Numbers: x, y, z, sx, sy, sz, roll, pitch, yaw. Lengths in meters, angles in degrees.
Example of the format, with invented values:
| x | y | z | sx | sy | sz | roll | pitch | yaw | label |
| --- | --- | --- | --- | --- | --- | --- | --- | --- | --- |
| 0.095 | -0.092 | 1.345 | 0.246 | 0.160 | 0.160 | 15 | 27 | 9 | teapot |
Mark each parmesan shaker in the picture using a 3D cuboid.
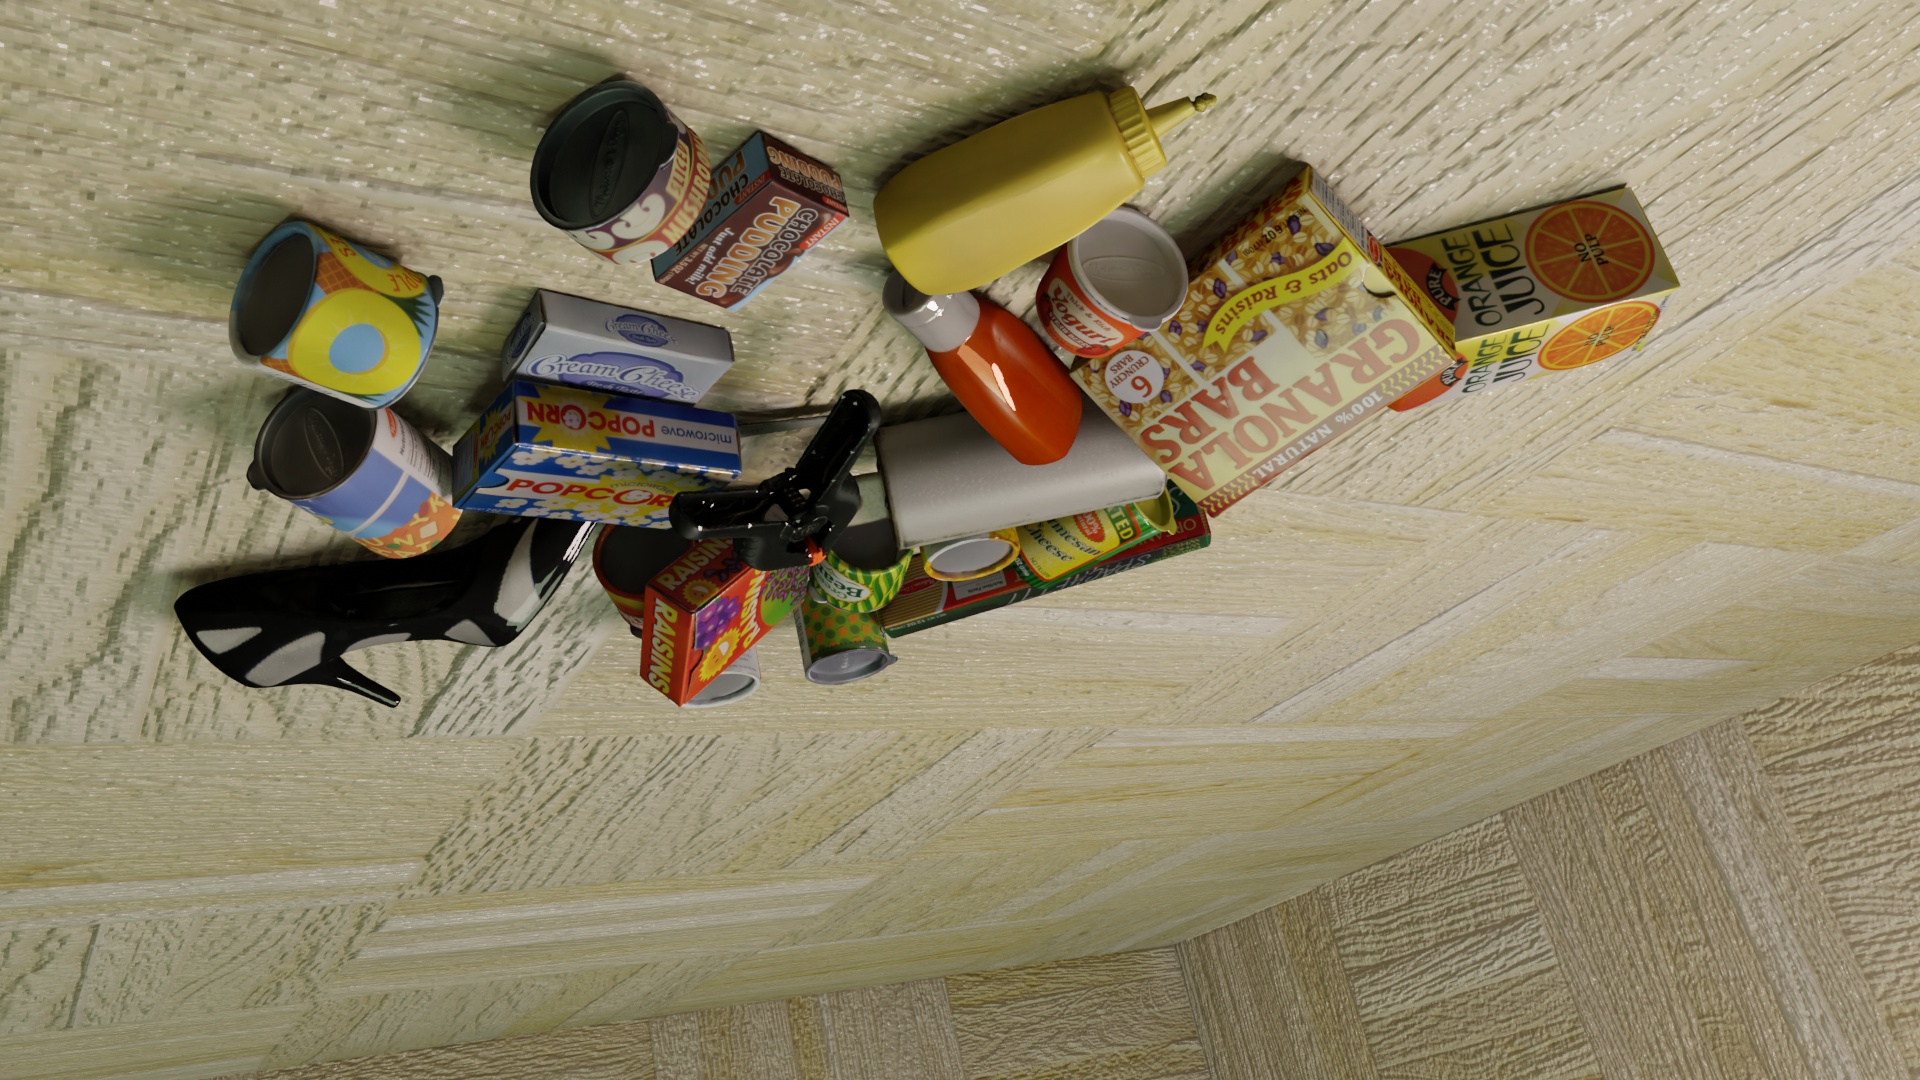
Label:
| x | y | z | sx | sy | sz | roll | pitch | yaw | label |
| --- | --- | --- | --- | --- | --- | --- | --- | --- | --- |
| 0.086 | -0.013 | 0.951 | 0.103 | 0.071 | 0.071 | -29 | 151 | 29 | parmesan shaker |

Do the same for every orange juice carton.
| x | y | z | sx | sy | sz | roll | pitch | yaw | label |
| --- | --- | --- | --- | --- | --- | --- | --- | --- | --- |
| 0.299 | -0.133 | 0.805 | 0.193 | 0.073 | 0.071 | -14 | 155 | 1 | orange juice carton |

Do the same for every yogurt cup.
| x | y | z | sx | sy | sz | roll | pitch | yaw | label |
| --- | --- | --- | --- | --- | --- | --- | --- | --- | --- |
| 0.074 | -0.129 | 0.710 | 0.072 | 0.072 | 0.053 | -1 | 160 | -26 | yogurt cup |

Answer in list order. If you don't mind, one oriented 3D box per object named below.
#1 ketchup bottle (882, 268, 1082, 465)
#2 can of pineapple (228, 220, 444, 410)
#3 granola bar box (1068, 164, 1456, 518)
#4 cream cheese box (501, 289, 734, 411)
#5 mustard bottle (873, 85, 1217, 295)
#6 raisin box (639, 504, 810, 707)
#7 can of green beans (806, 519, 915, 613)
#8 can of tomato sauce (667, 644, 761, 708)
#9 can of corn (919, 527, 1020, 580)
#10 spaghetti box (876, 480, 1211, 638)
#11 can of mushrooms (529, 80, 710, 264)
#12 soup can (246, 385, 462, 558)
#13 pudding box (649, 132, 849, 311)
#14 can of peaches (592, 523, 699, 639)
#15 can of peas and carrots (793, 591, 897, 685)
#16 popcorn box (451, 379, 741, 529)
| x | y | z | sx | sy | sz | roll | pitch | yaw | label |
| --- | --- | --- | --- | --- | --- | --- | --- | --- | --- |
| 0.014 | -0.099 | 0.749 | 0.043 | 0.065 | 0.148 | -8 | 152 | 31 | ketchup bottle |
| -0.268 | -0.098 | 0.597 | 0.071 | 0.071 | 0.058 | -27 | 152 | 26 | can of pineapple |
| 0.161 | -0.101 | 0.753 | 0.124 | 0.039 | 0.165 | 43 | 124 | -17 | granola bar box |
| -0.173 | -0.093 | 0.703 | 0.104 | 0.024 | 0.053 | 7 | 148 | -38 | cream cheese box |
| 0.041 | -0.166 | 0.631 | 0.160 | 0.049 | 0.065 | -22 | 154 | 16 | mustard bottle |
| -0.143 | 0.033 | 0.863 | 0.124 | 0.040 | 0.085 | -43 | 158 | -44 | raisin box |
| -0.065 | 0.007 | 0.920 | 0.071 | 0.071 | 0.057 | -6 | 154 | -16 | can of green beans |
| -0.178 | 0.068 | 0.971 | 0.071 | 0.083 | 0.071 | -11 | 155 | -5 | can of tomato sauce |
| 0.003 | -0.012 | 0.927 | 0.071 | 0.058 | 0.071 | -11 | 155 | -5 | can of corn |
| 0.058 | 0.013 | 1.018 | 0.250 | 0.050 | 0.028 | -16 | 157 | 5 | spaghetti box |
| -0.134 | -0.147 | 0.557 | 0.071 | 0.071 | 0.033 | -22 | 155 | 17 | can of mushrooms |
| -0.305 | -0.034 | 0.708 | 0.071 | 0.071 | 0.083 | -17 | 155 | 6 | soup can |
| -0.097 | -0.143 | 0.631 | 0.083 | 0.030 | 0.049 | -30 | 152 | 32 | pudding box |
| -0.194 | 0.020 | 0.878 | 0.071 | 0.071 | 0.057 | -12 | 154 | -4 | can of peaches |
| -0.088 | 0.069 | 1.051 | 0.071 | 0.059 | 0.070 | -12 | 155 | -5 | can of peas and carrots |
| -0.191 | -0.042 | 0.733 | 0.127 | 0.038 | 0.085 | 6 | 156 | -39 | popcorn box |
